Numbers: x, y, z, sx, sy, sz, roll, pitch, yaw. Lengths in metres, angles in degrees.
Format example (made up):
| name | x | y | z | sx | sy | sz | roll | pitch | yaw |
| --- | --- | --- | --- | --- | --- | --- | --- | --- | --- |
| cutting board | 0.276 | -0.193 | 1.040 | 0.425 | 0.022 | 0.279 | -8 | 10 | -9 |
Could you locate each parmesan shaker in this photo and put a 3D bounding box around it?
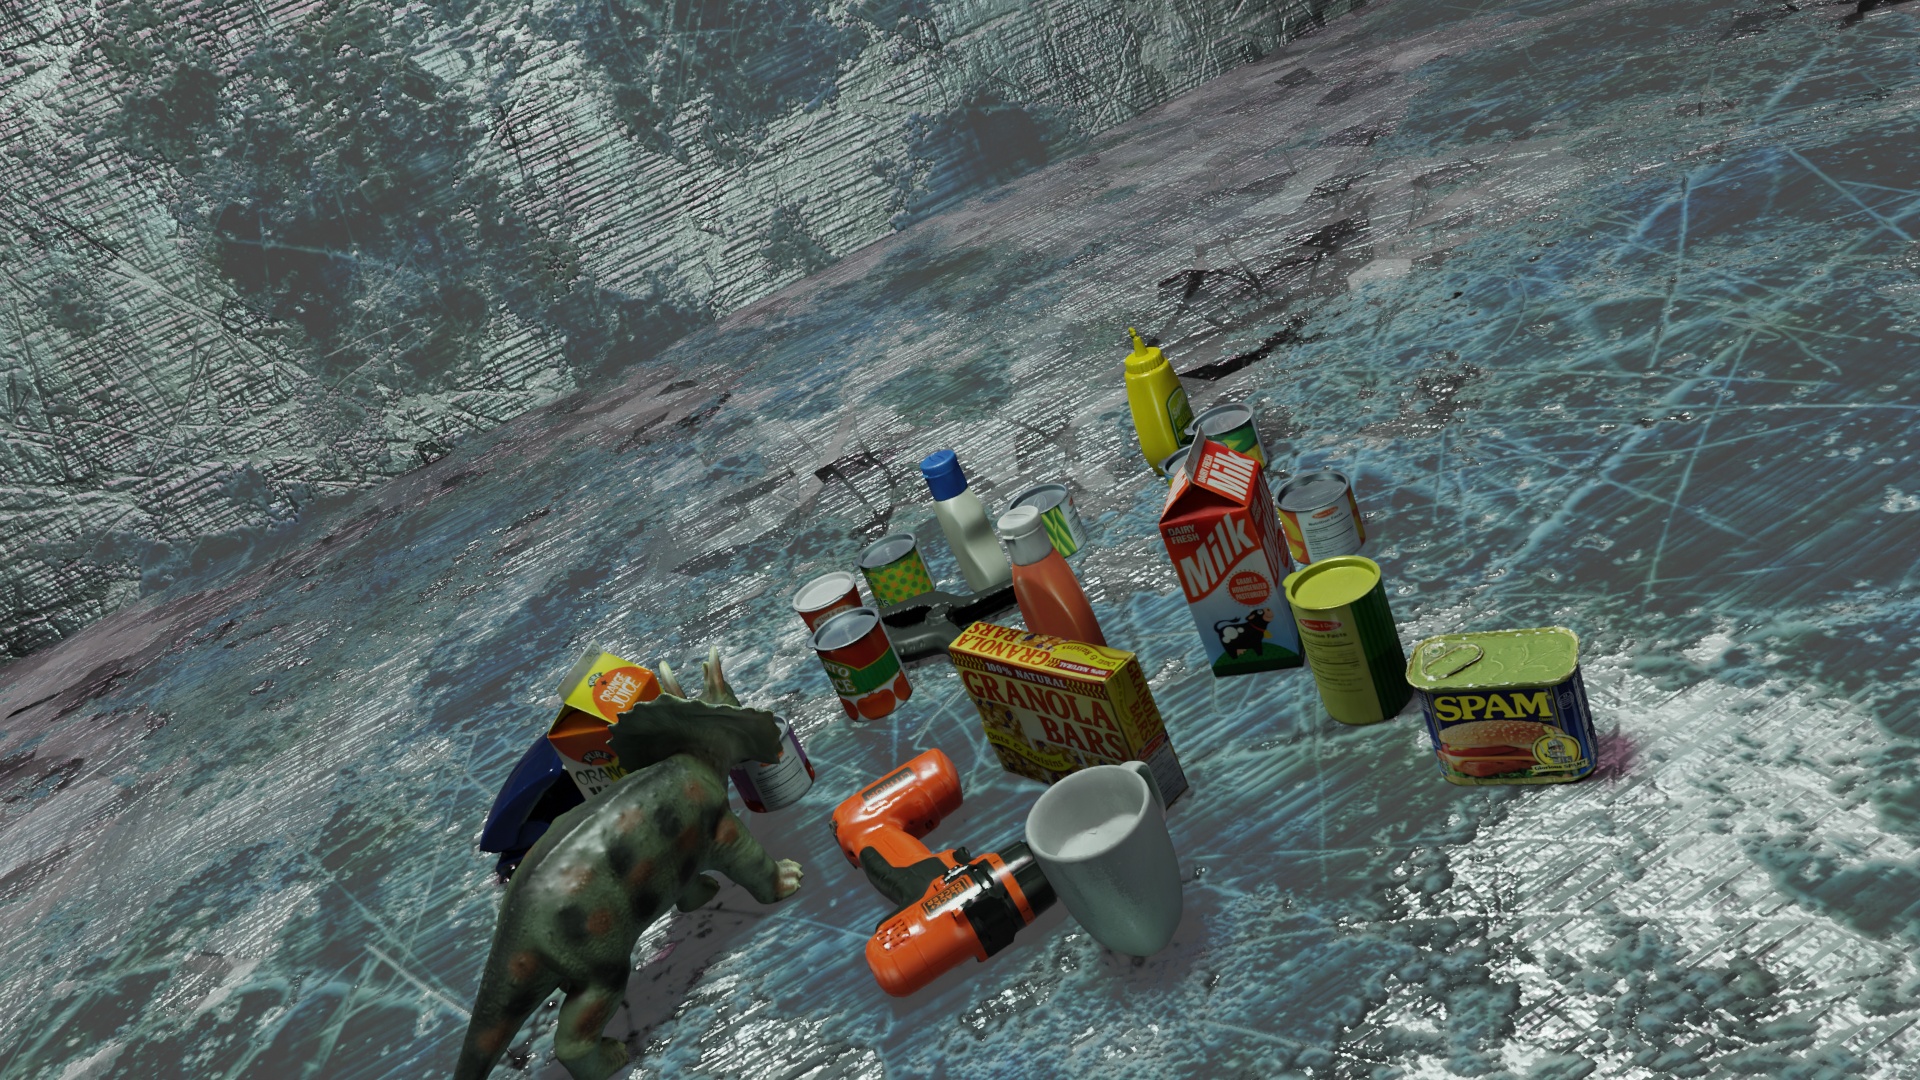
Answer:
| name | x | y | z | sx | sy | sz | roll | pitch | yaw |
| --- | --- | --- | --- | --- | --- | --- | --- | --- | --- |
| parmesan shaker | 0.276 | 0.071 | 0.991 | 0.071 | 0.102 | 0.071 | -19 | 24 | 9 |

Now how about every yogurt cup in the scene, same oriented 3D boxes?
| name | x | y | z | sx | sy | sz | roll | pitch | yaw |
| --- | --- | --- | --- | --- | --- | --- | --- | --- | --- |
| yogurt cup | -0.130 | 0.071 | 1.412 | 0.072 | 0.053 | 0.073 | -19 | 24 | 9 |

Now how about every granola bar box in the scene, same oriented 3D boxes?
| name | x | y | z | sx | sy | sz | roll | pitch | yaw |
| --- | --- | --- | --- | --- | --- | --- | --- | --- | --- |
| granola bar box | 0.076 | 0.129 | 1.024 | 0.039 | 0.123 | 0.165 | -39 | 28 | -31 |

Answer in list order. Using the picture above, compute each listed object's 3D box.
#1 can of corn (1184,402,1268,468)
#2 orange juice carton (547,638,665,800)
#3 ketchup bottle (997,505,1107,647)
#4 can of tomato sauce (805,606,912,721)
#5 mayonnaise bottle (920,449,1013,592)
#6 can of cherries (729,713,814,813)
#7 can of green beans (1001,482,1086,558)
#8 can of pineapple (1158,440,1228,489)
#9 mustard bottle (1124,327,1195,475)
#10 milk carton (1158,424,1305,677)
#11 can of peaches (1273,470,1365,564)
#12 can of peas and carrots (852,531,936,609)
| name | x | y | z | sx | sy | sz | roll | pitch | yaw |
| --- | --- | --- | --- | --- | --- | --- | --- | --- | --- |
| can of corn | 0.268 | -0.097 | 1.398 | 0.071 | 0.058 | 0.071 | -19 | 24 | 9 |
| orange juice carton | -0.273 | 0.178 | 1.151 | 0.073 | 0.192 | 0.072 | -13 | 26 | 23 |
| ketchup bottle | 0.074 | 0.042 | 1.175 | 0.064 | 0.148 | 0.044 | 2 | 34 | 44 |
| can of tomato sauce | -0.090 | 0.113 | 1.256 | 0.071 | 0.082 | 0.071 | -19 | 24 | 9 |
| mayonnaise bottle | 0.005 | -0.017 | 1.359 | 0.041 | 0.147 | 0.065 | -32 | 25 | -19 |
| can of cherries | -0.167 | 0.191 | 1.195 | 0.071 | 0.058 | 0.072 | -19 | 24 | 9 |
| can of green beans | 0.087 | -0.017 | 1.396 | 0.071 | 0.057 | 0.071 | -19 | 24 | 9 |
| can of pineapple | 0.234 | -0.056 | 1.345 | 0.071 | 0.057 | 0.071 | -19 | 24 | 9 |
| mustard bottle | 0.203 | -0.147 | 1.435 | 0.049 | 0.159 | 0.066 | -3 | 31 | 39 |
| milk carton | 0.208 | 0.007 | 1.076 | 0.073 | 0.190 | 0.073 | -11 | 27 | 26 |
| can of peaches | 0.311 | -0.021 | 1.204 | 0.071 | 0.058 | 0.071 | -19 | 24 | 9 |
| can of peas and carrots | -0.068 | 0.034 | 1.428 | 0.071 | 0.058 | 0.071 | -19 | 24 | 9 |
